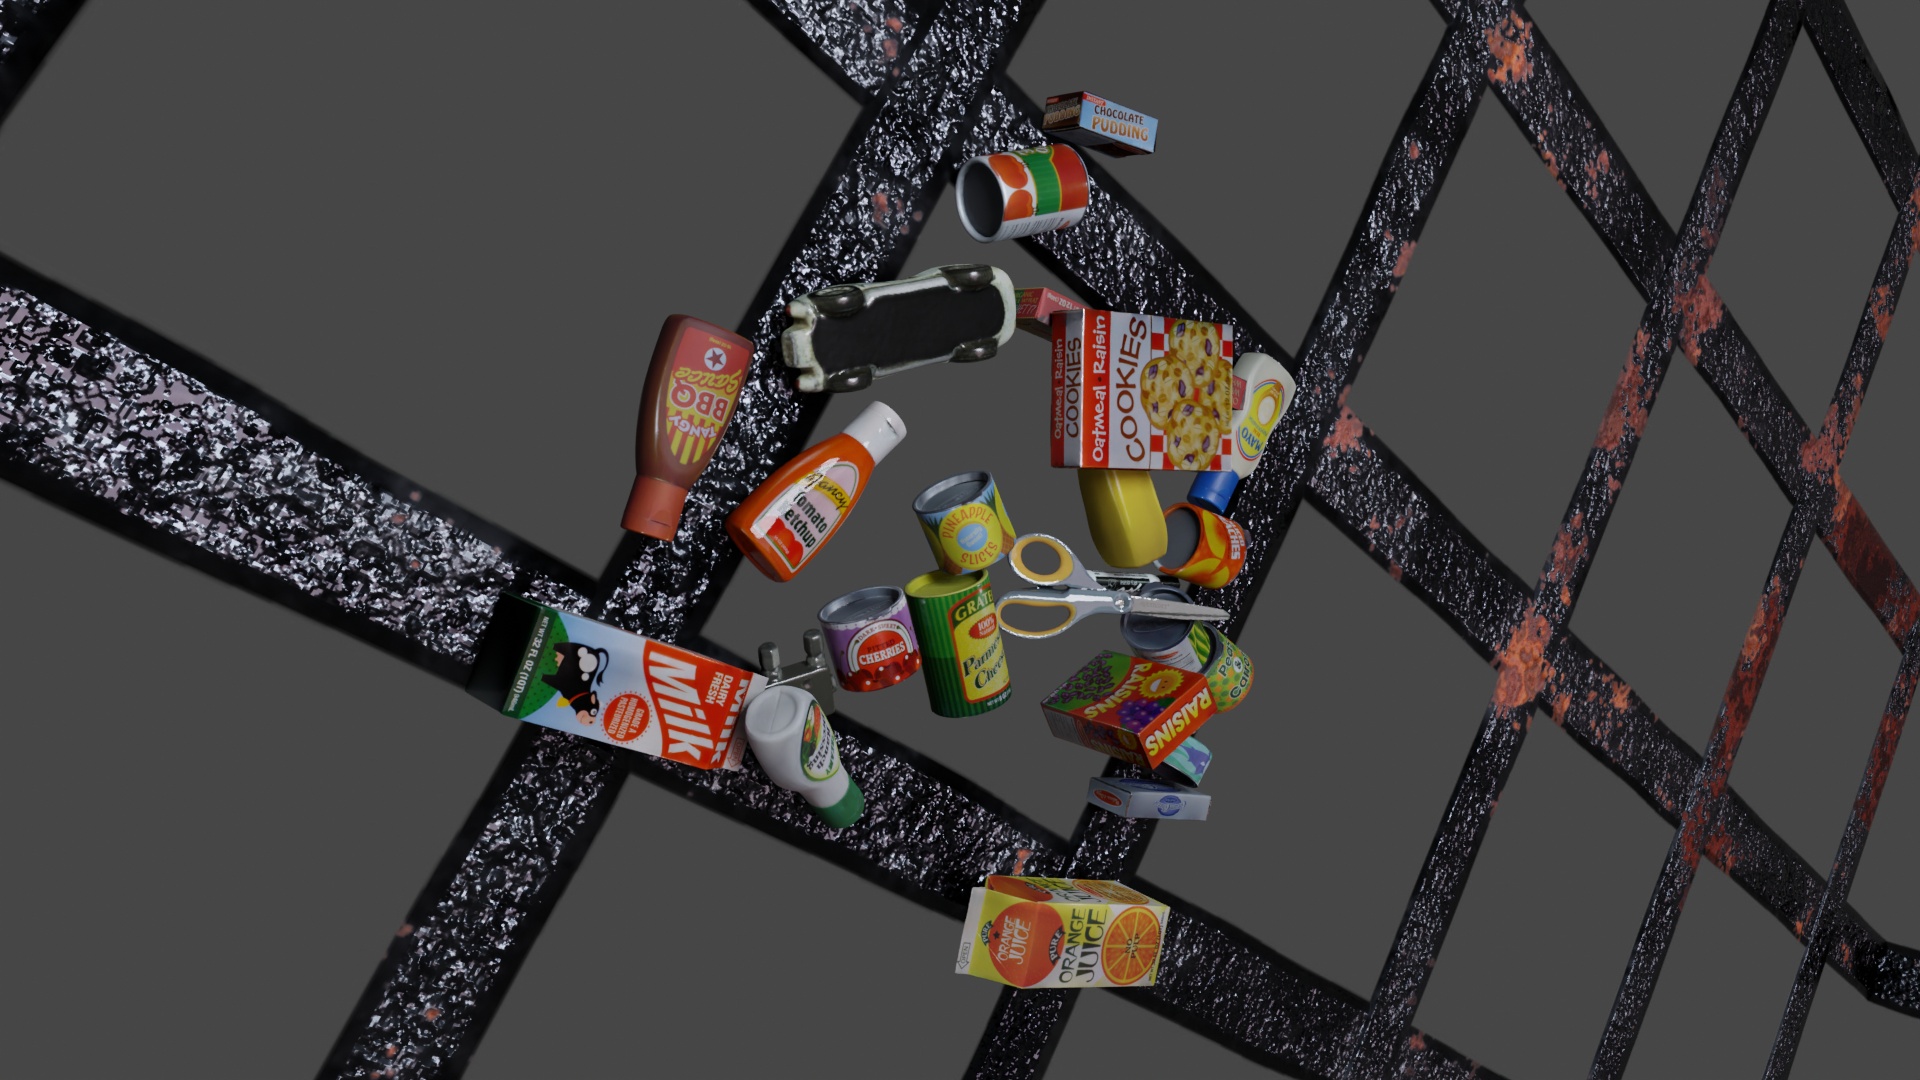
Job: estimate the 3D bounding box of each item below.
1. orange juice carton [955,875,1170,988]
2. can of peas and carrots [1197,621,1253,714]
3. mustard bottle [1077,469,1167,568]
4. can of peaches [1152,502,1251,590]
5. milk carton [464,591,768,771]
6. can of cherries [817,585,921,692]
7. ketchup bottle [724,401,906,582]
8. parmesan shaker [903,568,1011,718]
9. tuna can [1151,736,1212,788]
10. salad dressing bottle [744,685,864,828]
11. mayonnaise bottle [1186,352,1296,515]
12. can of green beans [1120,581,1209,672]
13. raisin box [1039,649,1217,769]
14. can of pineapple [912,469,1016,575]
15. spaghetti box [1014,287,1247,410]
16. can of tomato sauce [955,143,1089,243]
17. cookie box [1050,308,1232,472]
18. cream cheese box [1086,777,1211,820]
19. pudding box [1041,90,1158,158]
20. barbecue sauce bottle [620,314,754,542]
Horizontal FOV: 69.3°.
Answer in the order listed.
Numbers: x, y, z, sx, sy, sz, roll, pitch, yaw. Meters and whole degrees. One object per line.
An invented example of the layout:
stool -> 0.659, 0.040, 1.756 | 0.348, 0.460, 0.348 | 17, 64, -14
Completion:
orange juice carton -> 0.078, 0.328, 1.166 | 0.193, 0.073, 0.072 | 13, 89, -36
can of peas and carrots -> 0.222, 0.114, 1.245 | 0.058, 0.071, 0.071 | 38, 74, -34
mustard bottle -> 0.128, -0.057, 1.162 | 0.049, 0.065, 0.160 | -22, 104, -28
can of peaches -> 0.210, 0.004, 1.223 | 0.058, 0.071, 0.071 | 19, 85, -35
milk carton -> -0.217, 0.099, 0.923 | 0.190, 0.073, 0.072 | 23, 82, -36
can of cherries -> -0.066, 0.073, 1.031 | 0.072, 0.071, 0.058 | -25, 111, -31
ketchup bottle -> -0.100, -0.041, 1.010 | 0.149, 0.043, 0.064 | -48, 120, -22
parmesan shaker -> 0.001, 0.078, 1.084 | 0.071, 0.071, 0.102 | -23, 109, -32
tuna can -> 0.186, 0.188, 1.231 | 0.071, 0.071, 0.033 | 39, 72, -33
salad dressing bottle -> -0.108, 0.160, 0.998 | 0.147, 0.044, 0.064 | 67, 26, -50
mayonnaise bottle -> 0.252, -0.094, 1.259 | 0.064, 0.041, 0.148 | 37, 74, -35
can of green beans -> 0.178, 0.082, 1.204 | 0.071, 0.071, 0.057 | -54, 142, -18
raisin box -> 0.139, 0.139, 1.155 | 0.086, 0.123, 0.040 | -35, 115, -28
can of pineapple -> 0.004, -0.013, 1.072 | 0.071, 0.071, 0.057 | -35, 115, -27
spaghetti box -> 0.143, -0.158, 1.167 | 0.250, 0.050, 0.028 | 17, 87, -36
can of tomato sauce -> 0.047, -0.270, 1.074 | 0.083, 0.071, 0.071 | -19, 107, -32
cookie box -> 0.147, -0.117, 1.115 | 0.168, 0.040, 0.123 | -1, 92, -36
cream cheese box -> 0.167, 0.228, 1.230 | 0.104, 0.053, 0.024 | 10, 92, -36
pudding box -> 0.113, -0.336, 1.124 | 0.084, 0.049, 0.030 | 8, 93, -36
barbecue sauce bottle -> -0.190, -0.074, 0.940 | 0.065, 0.043, 0.148 | 20, 84, -37
